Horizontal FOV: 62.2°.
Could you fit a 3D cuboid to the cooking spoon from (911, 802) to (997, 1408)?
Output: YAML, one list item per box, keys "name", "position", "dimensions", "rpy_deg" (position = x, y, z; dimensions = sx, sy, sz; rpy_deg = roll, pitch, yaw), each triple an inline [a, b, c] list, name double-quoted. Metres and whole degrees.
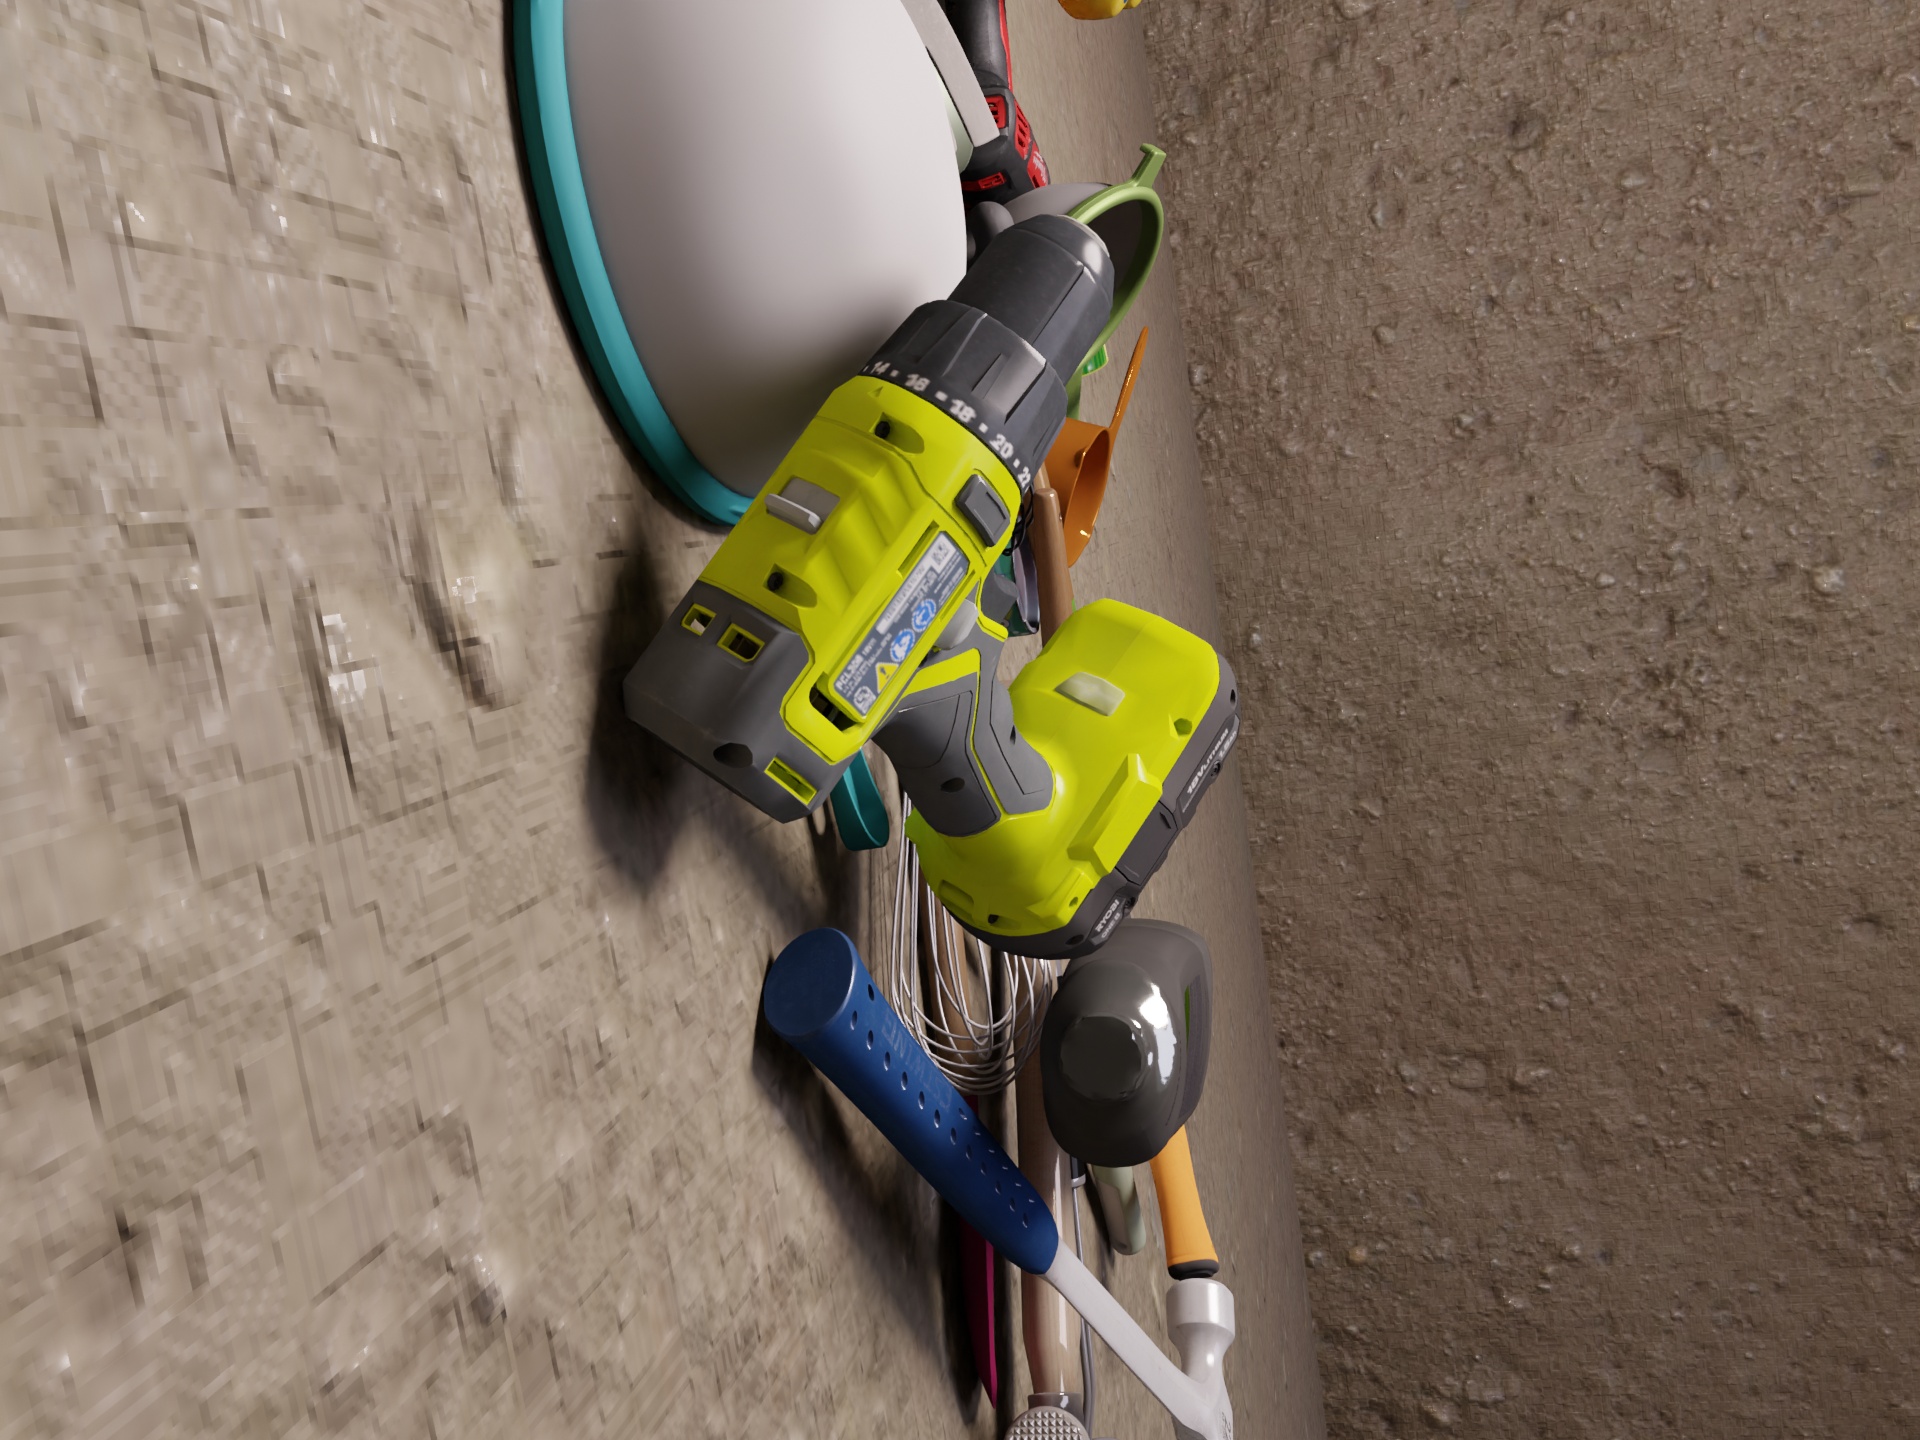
- name: "cooking spoon"
  position: [-0.003, 0.138, 0.700]
  dimensions: [0.069, 0.017, 0.319]
  rpy_deg: [23, 61, -87]

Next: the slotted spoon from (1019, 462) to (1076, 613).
- name: "slotted spoon"
  position: [0.048, -0.089, 0.868]
  dimensions: [0.070, 0.031, 0.313]
  rpy_deg: [-85, 161, -62]

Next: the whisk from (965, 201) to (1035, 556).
- name: "whisk"
  position: [0.012, -0.152, 0.745]
  dimensions: [0.238, 0.055, 0.055]
  rpy_deg: [90, 1, -62]

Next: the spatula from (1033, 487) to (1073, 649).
- name: "spatula"
  position: [0.071, 0.026, 0.857]
  dimensions: [0.082, 0.044, 0.317]
  rpy_deg: [-71, 156, -61]

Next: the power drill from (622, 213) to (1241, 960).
- name: "power drill"
  position: [0.014, -0.029, 0.518]
  dimensions: [0.190, 0.080, 0.228]
  rpy_deg: [-55, 145, -9]

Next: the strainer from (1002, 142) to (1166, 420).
- name: "strainer"
  position: [0.046, -0.241, 0.963]
  dimensions: [0.069, 0.151, 0.256]
  rpy_deg: [43, -11, 14]

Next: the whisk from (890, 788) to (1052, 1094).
- name: "whisk"
  position: [-0.012, 0.012, 0.666]
  dimensions: [0.070, 0.070, 0.285]
  rpy_deg: [33, 47, -72]

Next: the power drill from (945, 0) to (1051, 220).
- name: "power drill"
  position: [0.016, -0.399, 0.941]
  dimensions: [0.143, 0.078, 0.220]
  rpy_deg: [26, 61, -74]

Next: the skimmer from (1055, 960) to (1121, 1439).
- name: "skimmer"
  position: [0.094, 0.307, 0.856]
  dimensions: [0.127, 0.090, 0.363]
  rpy_deg: [16, 67, -75]

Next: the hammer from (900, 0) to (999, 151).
- name: "hammer"
  position: [-0.016, -0.159, 0.689]
  dimensions: [0.130, 0.031, 0.331]
  rpy_deg: [44, -27, 46]

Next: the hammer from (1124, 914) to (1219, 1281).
- name: "hammer"
  position: [0.119, 0.193, 1.047]
  dimensions: [0.127, 0.034, 0.337]
  rpy_deg: [61, 17, -58]

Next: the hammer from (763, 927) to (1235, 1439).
- name: "hammer"
  position: [0.037, 0.219, 0.634]
  dimensions: [0.144, 0.035, 0.405]
  rpy_deg: [-84, 151, -43]

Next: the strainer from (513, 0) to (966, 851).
- name: "strainer"
  position: [-0.037, -0.114, 0.532]
  dimensions: [0.211, 0.095, 0.340]
  rpy_deg: [-64, 143, -66]

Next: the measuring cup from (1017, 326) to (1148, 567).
- name: "measuring cup"
  position: [0.068, -0.177, 0.976]
  dimensions: [0.095, 0.052, 0.174]
  rpy_deg: [75, 34, -65]

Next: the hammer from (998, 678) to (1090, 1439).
- name: "hammer"
  position: [0.040, 0.171, 0.815]
  dimensions: [0.146, 0.038, 0.411]
  rpy_deg: [71, 15, -64]

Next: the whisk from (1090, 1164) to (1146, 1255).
- name: "whisk"
  position: [0.088, 0.258, 0.979]
  dimensions: [0.059, 0.058, 0.246]
  rpy_deg: [-43, 137, -30]

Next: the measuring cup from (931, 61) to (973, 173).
- name: "measuring cup"
  position: [-0.052, -0.307, 0.686]
  dimensions: [0.167, 0.038, 0.083]
  rpy_deg: [61, -21, -10]
